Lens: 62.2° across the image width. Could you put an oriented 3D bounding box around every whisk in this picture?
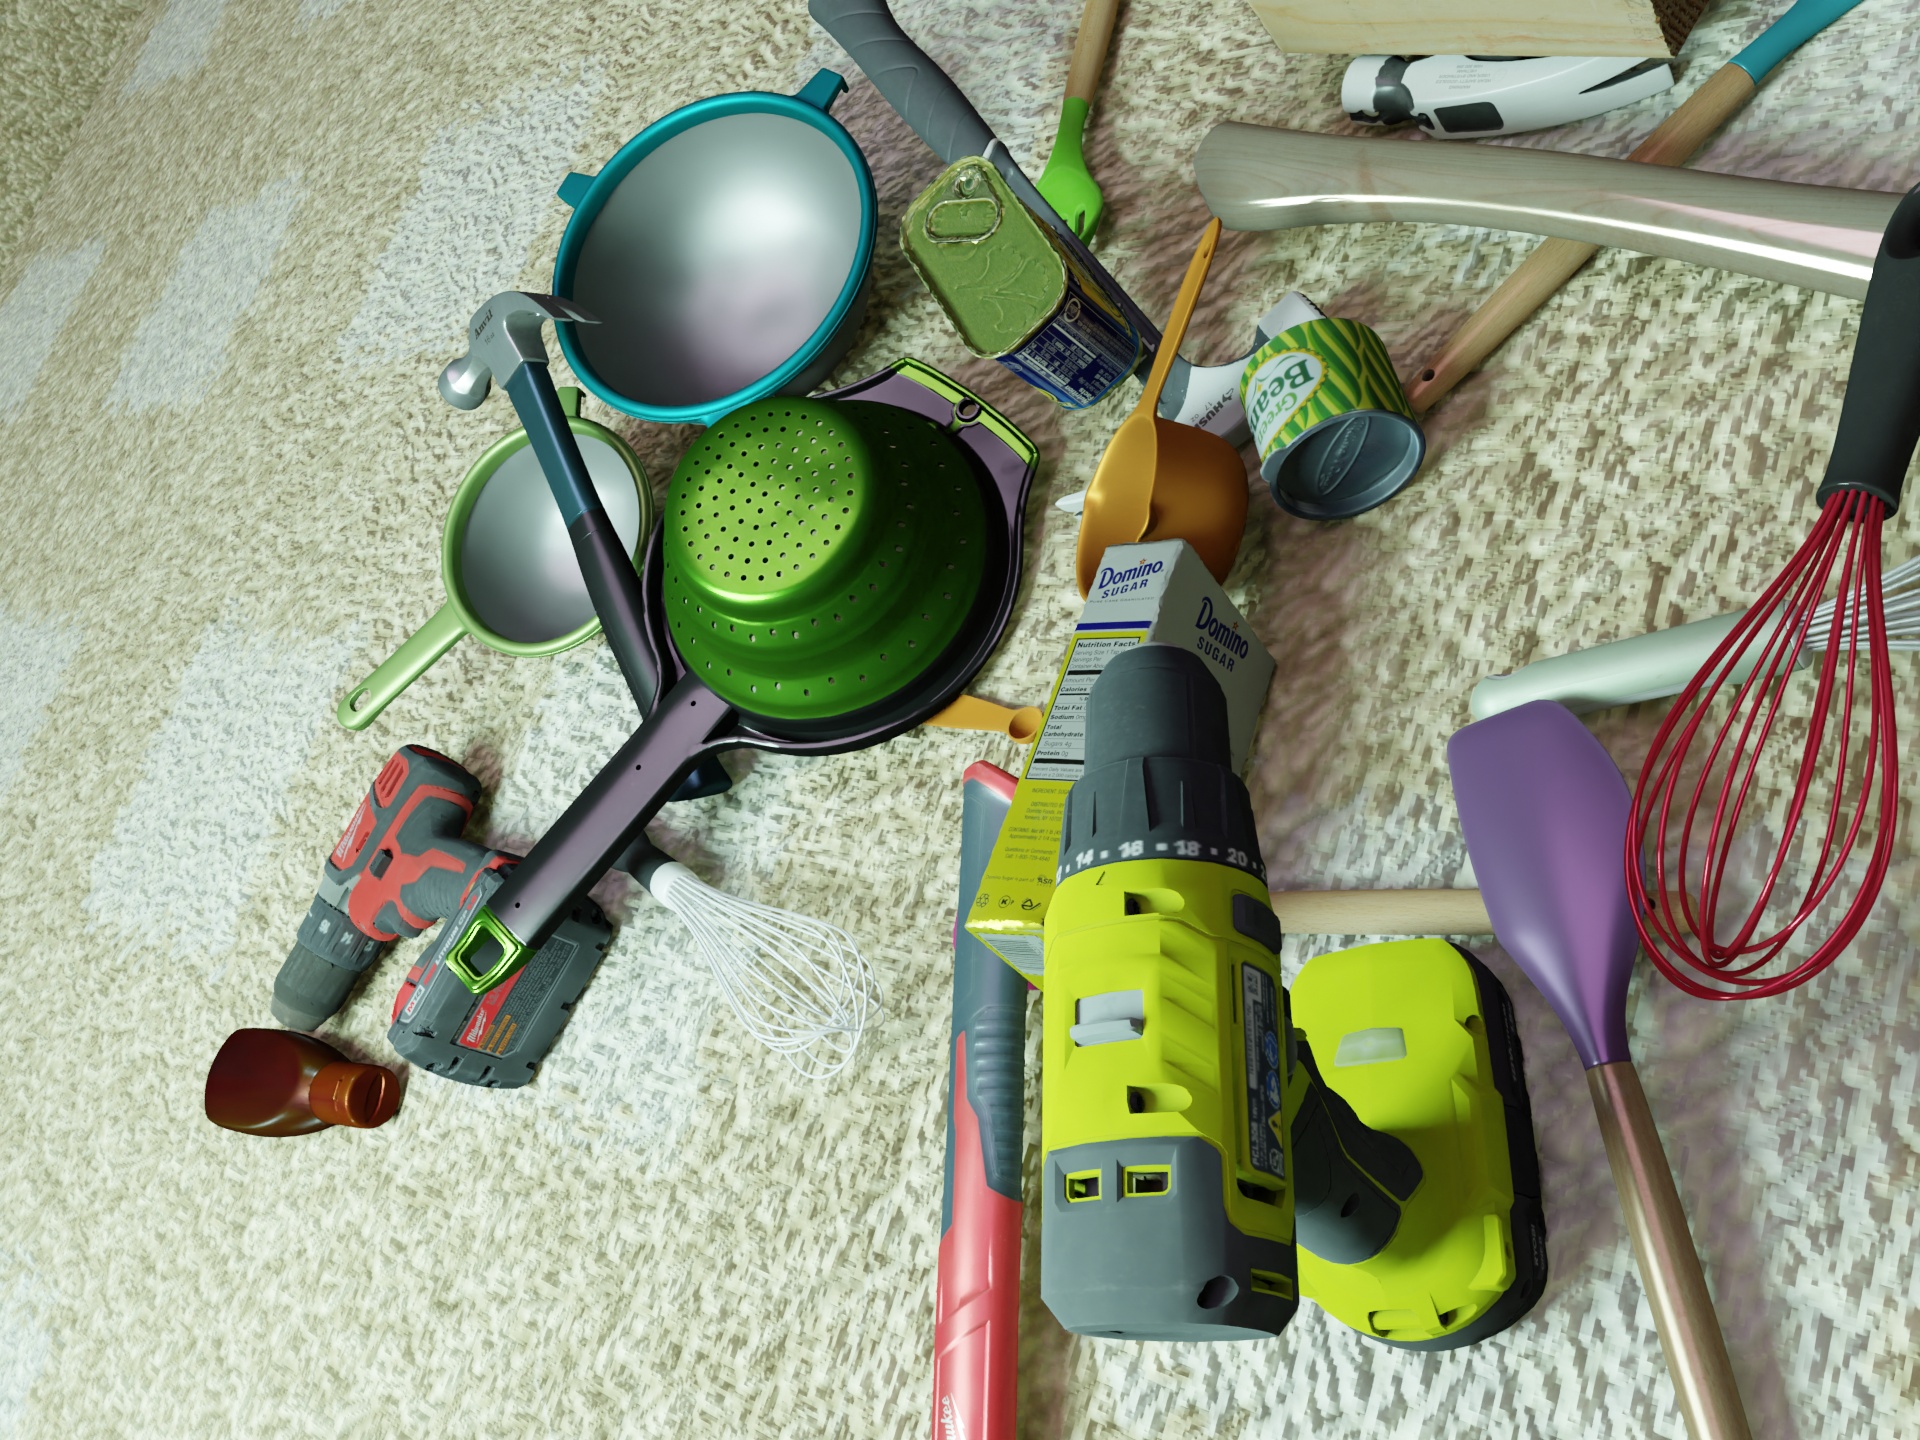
[{"bbox_3d":[0.292,-0.030,0.538,0.246,0.057,0.059,-16,85,38],"label":"whisk"},{"bbox_3d":[-0.129,0.095,0.806,0.285,0.070,0.070,26,85,48],"label":"whisk"},{"bbox_3d":[0.273,-0.051,0.495,0.073,0.073,0.296,11,71,42],"label":"whisk"}]

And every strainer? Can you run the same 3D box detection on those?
[{"bbox_3d":[-0.121,-0.200,0.935,0.211,0.095,0.341,-16,71,16],"label":"strainer"},{"bbox_3d":[-0.280,-0.074,0.994,0.256,0.069,0.152,-39,68,11],"label":"strainer"}]

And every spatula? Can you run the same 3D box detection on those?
[{"bbox_3d":[0.296,-0.252,0.652,0.317,0.044,0.082,-46,51,11],"label":"spatula"},{"bbox_3d":[0.218,0.136,0.510,0.060,0.018,0.316,-24,59,31],"label":"spatula"}]

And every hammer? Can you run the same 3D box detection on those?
[{"bbox_3d":[0.311,-0.418,0.735,0.146,0.035,0.335,22,82,44],"label":"hammer"},{"bbox_3d":[0.022,-0.274,0.835,0.149,0.036,0.409,-43,60,17],"label":"hammer"},{"bbox_3d":[0.268,-0.210,0.624,0.411,0.038,0.146,25,91,39],"label":"hammer"},{"bbox_3d":[-0.004,0.204,0.643,0.143,0.038,0.387,-14,62,35],"label":"hammer"},{"bbox_3d":[-0.207,-0.100,0.900,0.128,0.033,0.331,-38,71,39],"label":"hammer"}]

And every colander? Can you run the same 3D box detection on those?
[{"bbox_3d":[-0.131,-0.030,0.779,0.205,0.094,0.397,39,87,24],"label":"colander"}]

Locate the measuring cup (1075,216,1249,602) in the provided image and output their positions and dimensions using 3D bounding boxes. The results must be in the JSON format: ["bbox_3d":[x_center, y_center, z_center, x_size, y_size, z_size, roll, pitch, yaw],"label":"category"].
[{"bbox_3d":[0.104,-0.127,0.698,0.095,0.052,0.173,-128,55,-72],"label":"measuring cup"}]

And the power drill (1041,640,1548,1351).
[{"bbox_3d":[0.102,0.097,0.493,0.080,0.228,0.191,-16,58,32],"label":"power drill"}]

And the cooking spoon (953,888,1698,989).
[{"bbox_3d":[0.123,0.076,0.634,0.319,0.017,0.069,-5,64,38],"label":"cooking spoon"}]

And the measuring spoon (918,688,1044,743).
[{"bbox_3d":[-0.001,-0.003,0.784,0.117,0.011,0.021,10,64,45],"label":"measuring spoon"}]

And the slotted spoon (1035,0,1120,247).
[{"bbox_3d":[0.073,-0.371,0.908,0.070,0.031,0.314,-3,64,38],"label":"slotted spoon"}]

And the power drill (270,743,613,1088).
[{"bbox_3d":[-0.316,0.129,0.923,0.227,0.080,0.188,26,85,47],"label":"power drill"}]
